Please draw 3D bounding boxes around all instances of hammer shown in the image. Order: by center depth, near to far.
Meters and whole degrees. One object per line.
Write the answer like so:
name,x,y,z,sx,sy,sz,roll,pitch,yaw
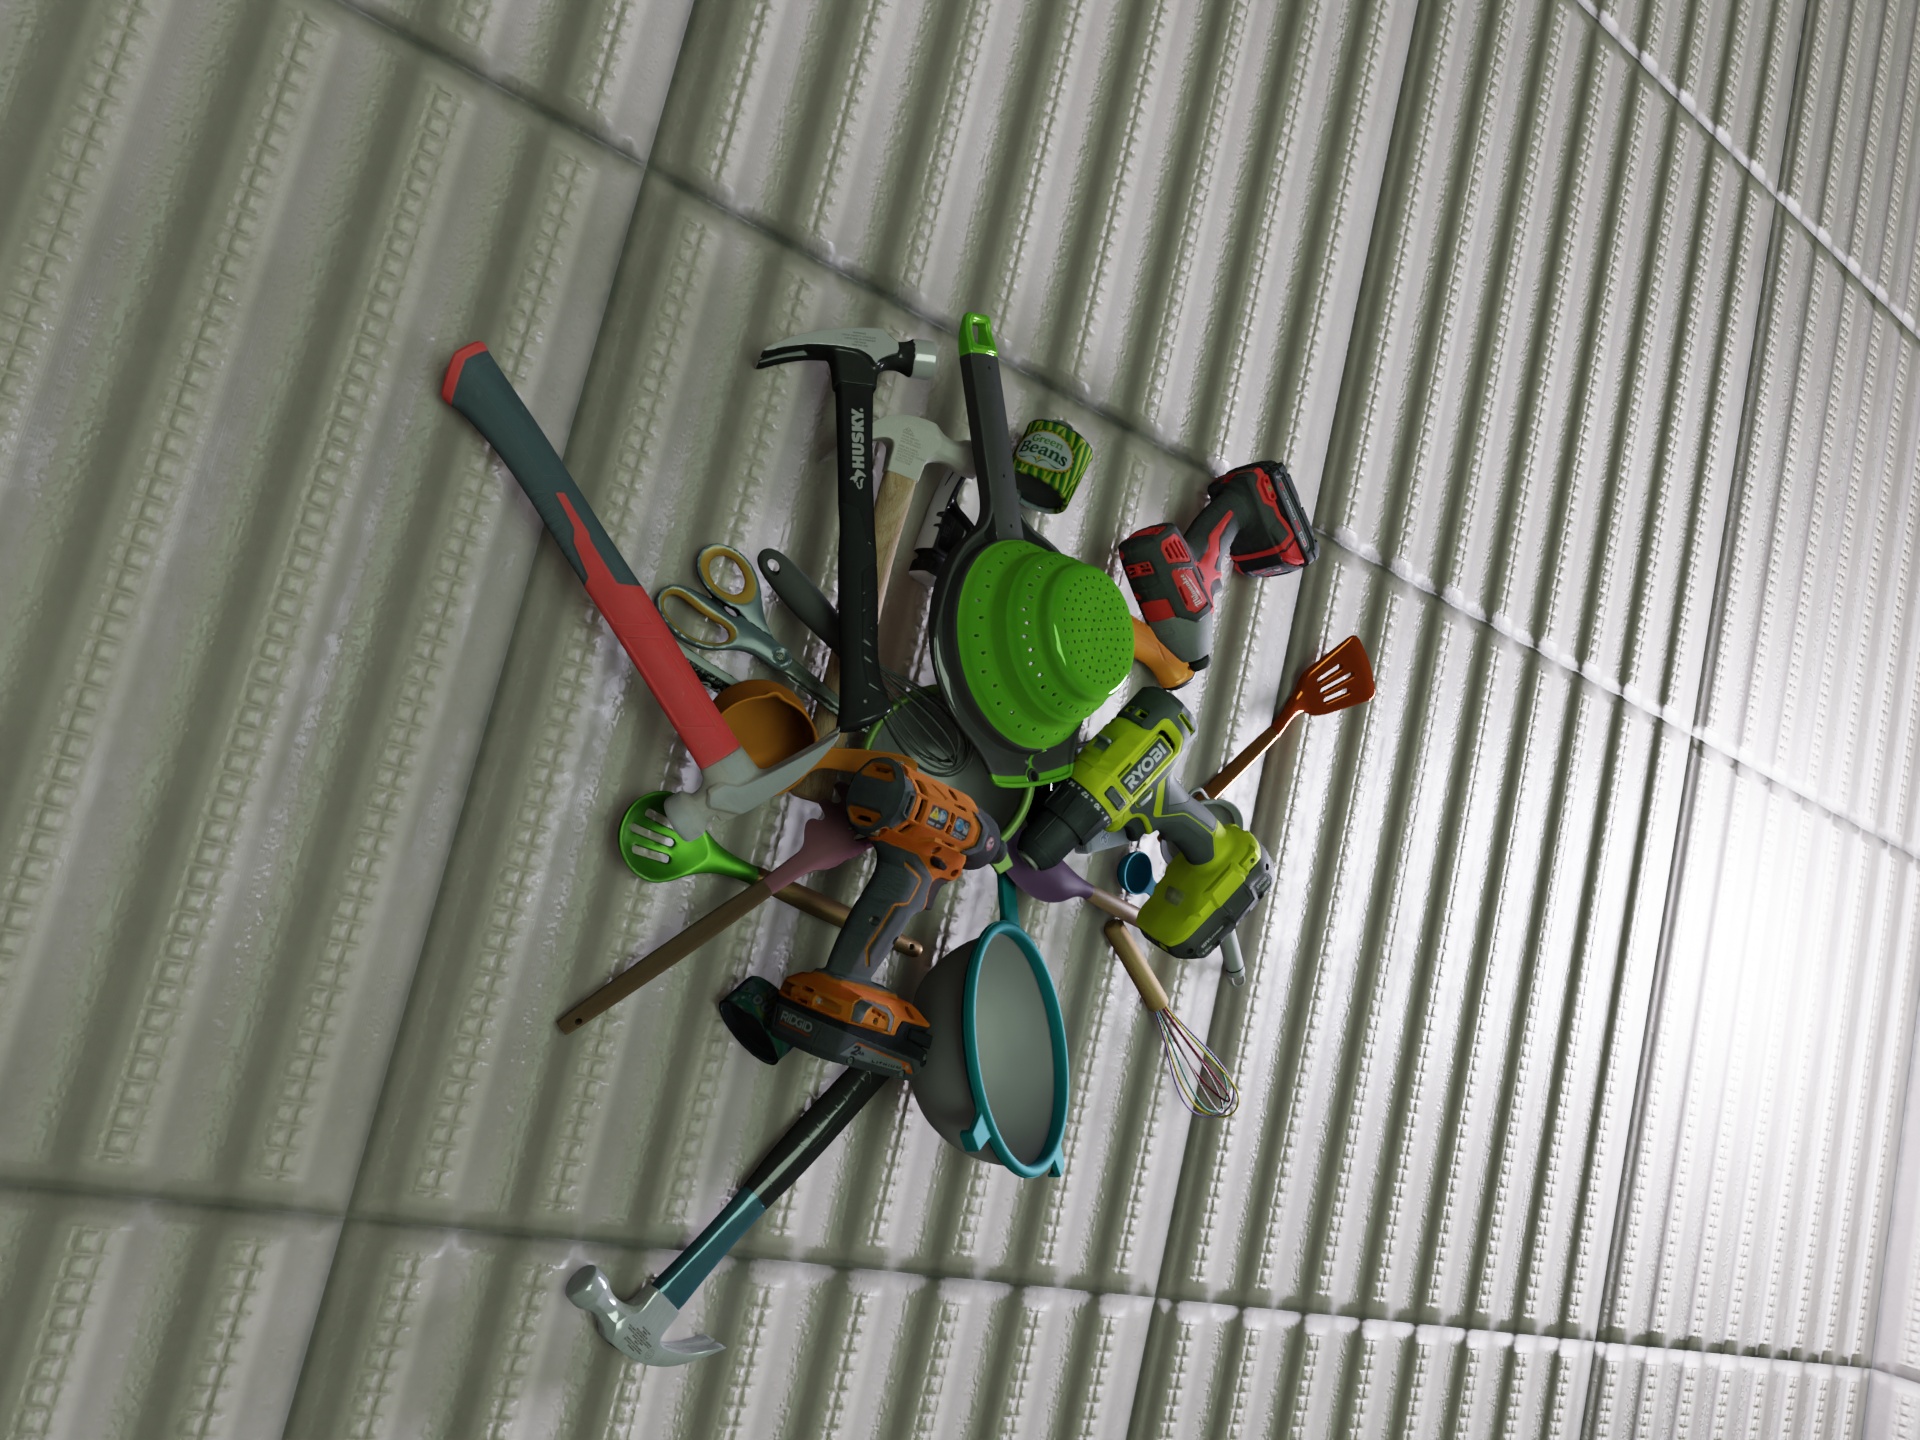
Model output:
hammer,-0.240,-0.106,1.157,0.143,0.038,0.386,-30,101,2
hammer,-0.087,-0.154,1.258,0.146,0.035,0.335,3,76,-18
hammer,-0.156,0.371,1.274,0.331,0.033,0.128,-45,114,-28
hammer,-0.083,-0.094,1.314,0.130,0.031,0.331,18,84,-19
hammer,0.102,-0.118,1.464,0.336,0.034,0.127,28,75,-34

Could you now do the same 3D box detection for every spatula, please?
spatula,0.132,0.168,1.468,0.315,0.018,0.060,30,49,-43
spatula,0.310,0.028,1.616,0.322,0.041,0.081,-40,120,-28

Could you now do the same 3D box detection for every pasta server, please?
pasta server,-0.175,0.143,1.233,0.316,0.040,0.060,-34,109,-17

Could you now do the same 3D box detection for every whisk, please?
whisk,-0.077,-0.048,1.274,0.239,0.055,0.055,47,63,-7
whisk,0.205,0.290,1.539,0.051,0.047,0.244,-40,110,-28

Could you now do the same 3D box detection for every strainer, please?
strainer,-0.002,-0.004,1.354,0.151,0.069,0.256,17,82,-10
strainer,0.009,0.221,1.367,0.210,0.095,0.341,40,42,-57
strainer,0.246,0.162,1.557,0.087,0.050,0.258,-21,118,-5

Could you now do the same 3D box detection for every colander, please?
colander,0.064,-0.147,1.297,0.204,0.094,0.397,-5,87,-48

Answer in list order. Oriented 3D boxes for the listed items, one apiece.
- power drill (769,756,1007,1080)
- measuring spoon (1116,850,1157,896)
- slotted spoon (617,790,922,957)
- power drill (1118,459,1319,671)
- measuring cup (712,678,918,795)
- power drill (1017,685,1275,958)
power drill,-0.045,0.158,1.242,0.164,0.084,0.226,27,79,-45
measuring spoon,0.186,0.170,1.543,0.128,0.021,0.042,47,62,-37
slotted spoon,-0.148,0.136,1.284,0.313,0.031,0.070,30,73,-35
power drill,0.248,-0.150,1.526,0.220,0.078,0.143,-37,108,-38
measuring cup,-0.120,0.017,1.258,0.173,0.052,0.095,8,111,-22
power drill,0.166,0.107,1.417,0.190,0.080,0.228,-46,121,-10
